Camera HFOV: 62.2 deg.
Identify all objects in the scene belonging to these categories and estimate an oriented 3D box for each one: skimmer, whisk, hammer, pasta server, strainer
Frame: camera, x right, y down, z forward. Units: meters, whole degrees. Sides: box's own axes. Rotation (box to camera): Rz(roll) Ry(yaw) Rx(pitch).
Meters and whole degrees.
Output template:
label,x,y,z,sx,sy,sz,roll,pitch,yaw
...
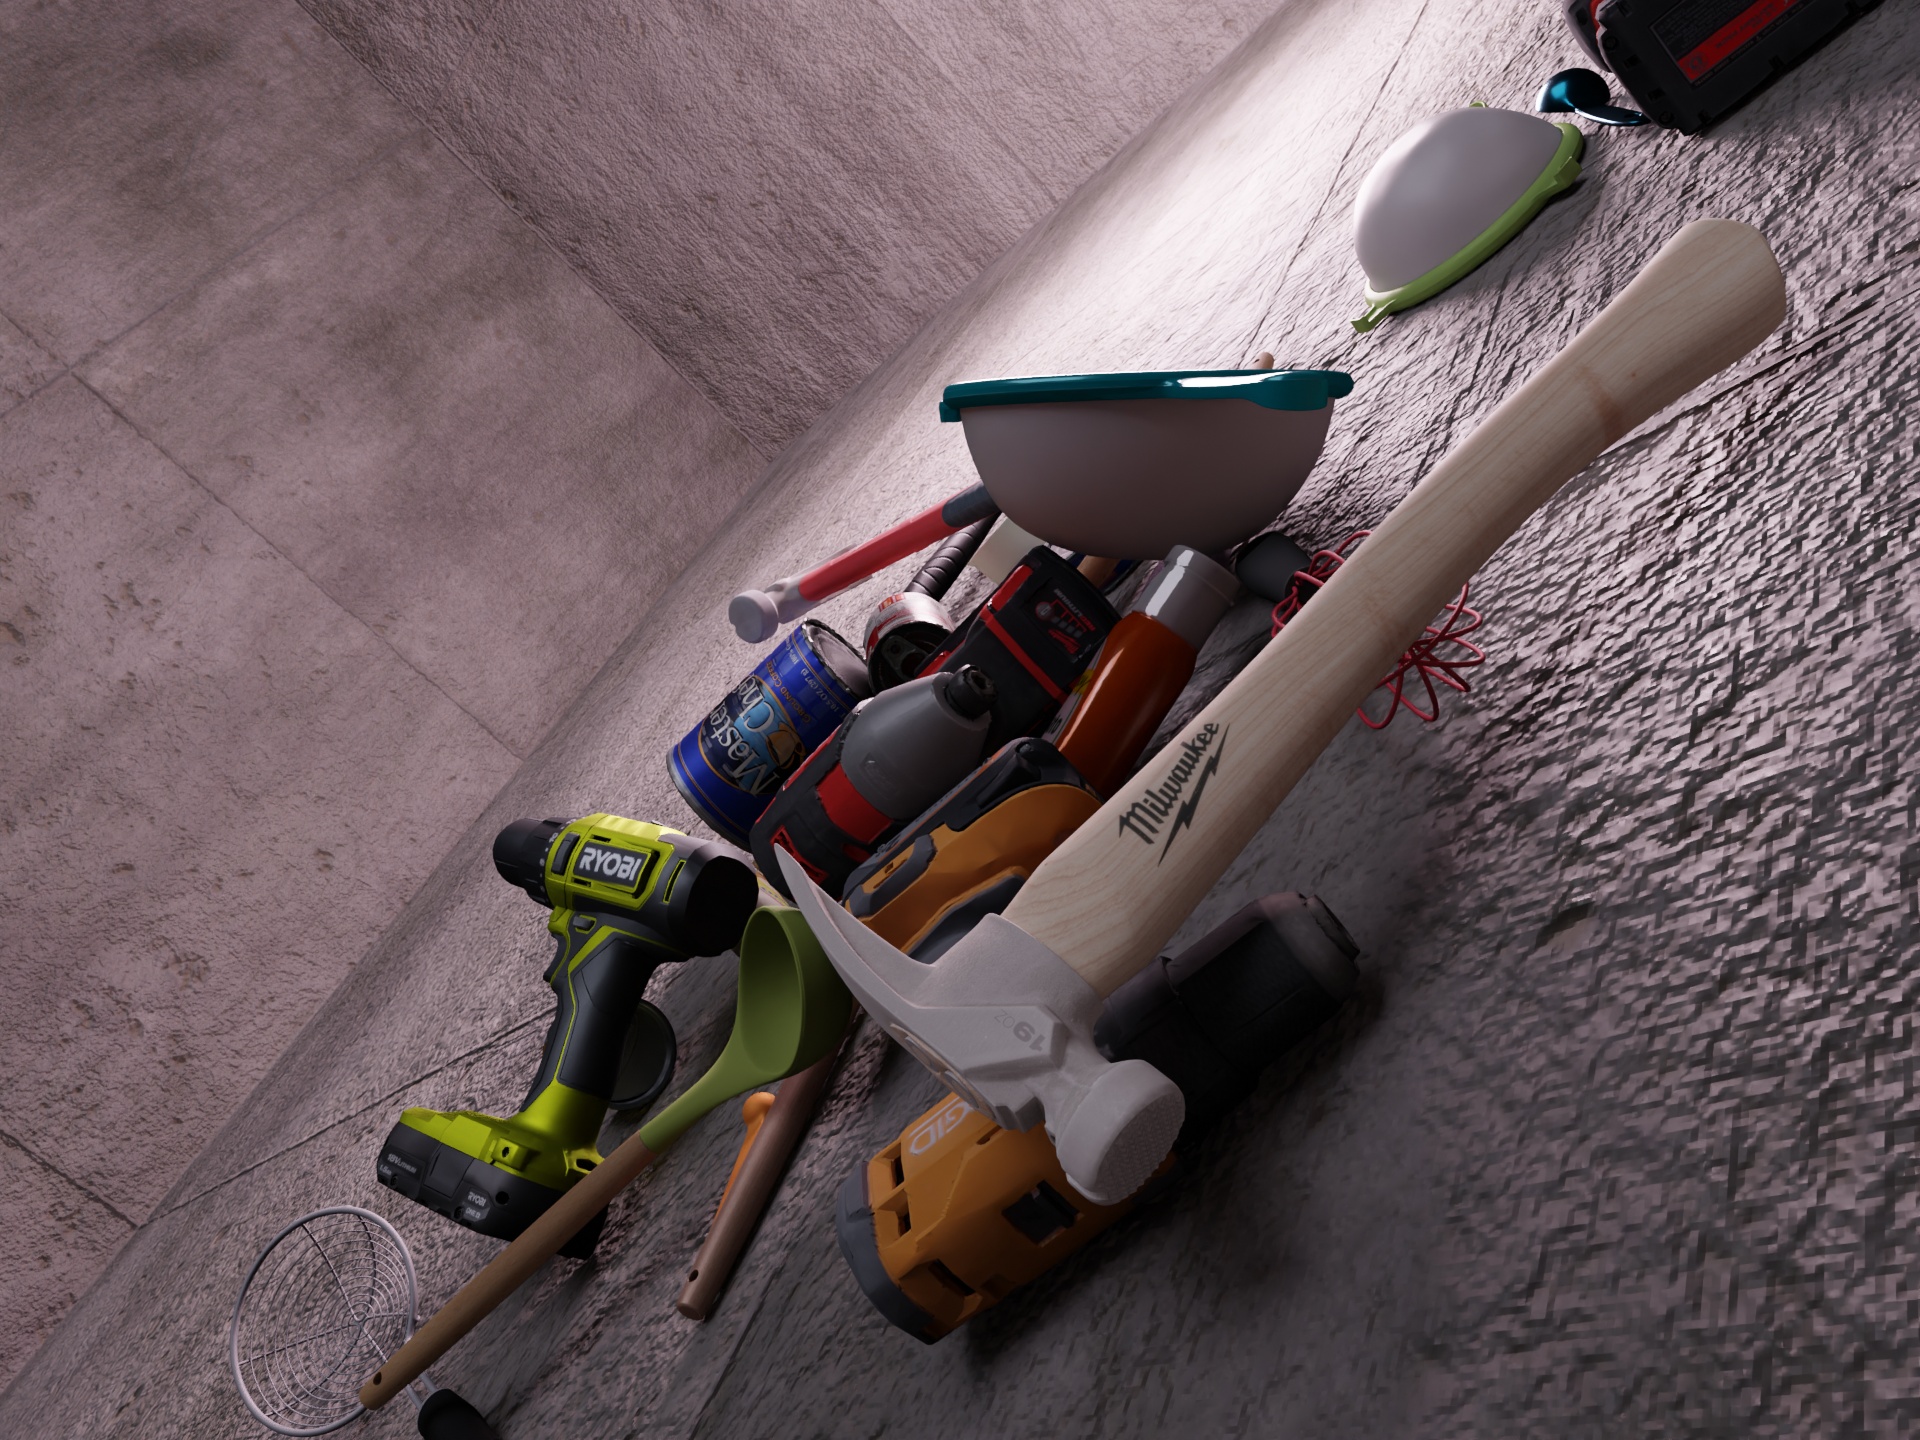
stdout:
label,x,y,z,sx,sy,sz,roll,pitch,yaw
skimmer,-0.311,0.337,0.825,0.363,0.090,0.127,-15,51,60
whisk,0.151,-0.051,0.663,0.073,0.073,0.296,-44,9,9
hammer,0.127,-0.041,0.514,0.411,0.038,0.146,-43,54,-19
pasta server,-0.066,0.142,0.775,0.060,0.040,0.316,-20,30,38
hammer,0.002,-0.144,1.085,0.386,0.038,0.143,-21,9,44
strainer,0.106,-0.120,0.769,0.211,0.095,0.340,-3,11,-8
hammer,0.011,-0.158,1.295,0.146,0.035,0.335,-28,20,47
strainer,0.301,-0.352,0.988,0.151,0.069,0.256,-34,21,38

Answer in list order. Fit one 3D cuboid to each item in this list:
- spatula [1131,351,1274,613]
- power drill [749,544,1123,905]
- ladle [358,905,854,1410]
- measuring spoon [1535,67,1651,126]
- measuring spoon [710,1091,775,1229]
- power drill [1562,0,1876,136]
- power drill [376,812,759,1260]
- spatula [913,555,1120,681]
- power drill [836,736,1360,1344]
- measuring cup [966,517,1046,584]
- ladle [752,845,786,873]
label,x,y,z,sx,sy,sz,roll,pitch,yaw
spatula,0.153,-0.139,0.941,0.060,0.018,0.316,-20,29,36
power drill,-0.001,-0.002,0.765,0.143,0.078,0.220,-45,-2,33
ladle,-0.170,0.207,0.733,0.320,0.062,0.078,-43,42,5
measuring spoon,0.362,-0.355,0.902,0.042,0.021,0.129,-10,27,5
measuring spoon,-0.107,0.214,0.746,0.021,0.011,0.117,-39,17,23
power drill,0.414,-0.408,0.833,0.188,0.080,0.227,-36,16,32
power drill,-0.225,0.158,0.875,0.191,0.080,0.229,7,69,39
spatula,0.070,-0.091,0.944,0.044,0.082,0.317,15,60,51
power drill,0.037,0.088,0.570,0.185,0.084,0.226,-40,20,11
measuring cup,0.044,-0.127,1.183,0.083,0.038,0.167,-48,-1,-3
ladle,-0.045,0.022,1.041,0.315,0.031,0.069,-41,14,25
